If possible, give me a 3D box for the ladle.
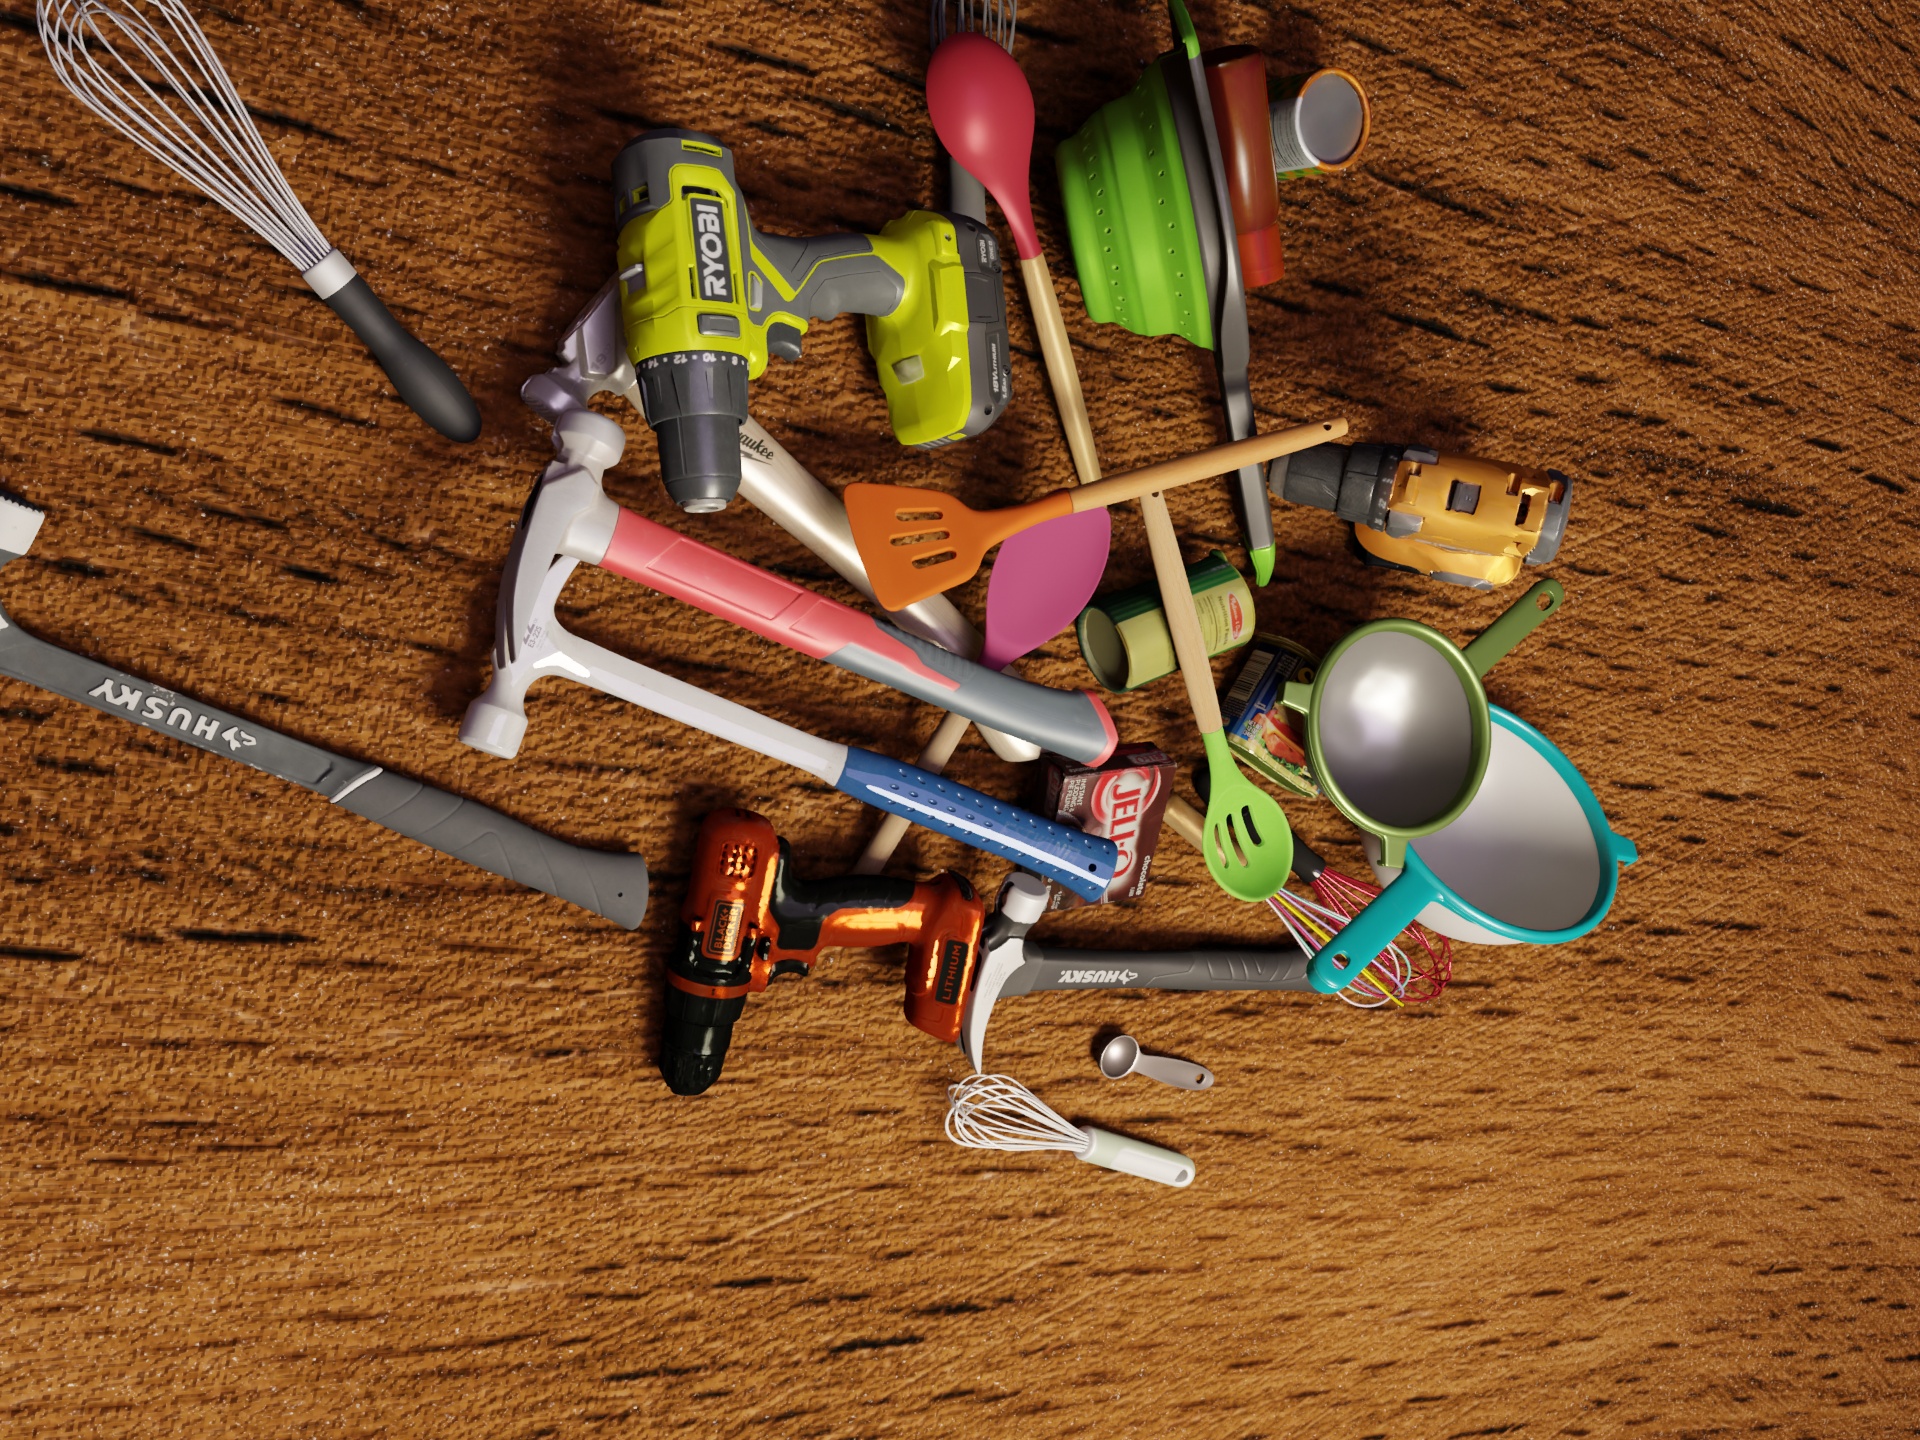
[{"bbox_3d":[0.048,-0.263,0.983,0.069,0.031,0.315,-34,126,-19],"label":"ladle"}]

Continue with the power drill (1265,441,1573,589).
[{"bbox_3d":[0.306,-0.145,1.077,0.185,0.226,0.084,14,95,14],"label":"power drill"}]

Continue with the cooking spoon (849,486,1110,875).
[{"bbox_3d":[-0.002,-0.003,1.007,0.068,0.017,0.319,27,99,-20],"label":"cooking spoon"}]

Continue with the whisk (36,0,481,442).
[{"bbox_3d":[-0.338,-0.250,0.793,0.070,0.070,0.284,-46,122,-13],"label":"whisk"}]

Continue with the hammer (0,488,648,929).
[{"bbox_3d":[-0.348,0.032,0.857,0.408,0.036,0.149,28,88,-30],"label":"hammer"}]

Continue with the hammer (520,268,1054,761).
[{"bbox_3d":[-0.065,-0.116,0.977,0.410,0.038,0.146,42,79,-29],"label":"hammer"}]

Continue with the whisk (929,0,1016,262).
[{"bbox_3d":[0.007,-0.340,0.964,0.055,0.055,0.239,-8,109,-27],"label":"whisk"}]

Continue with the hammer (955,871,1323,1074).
[{"bbox_3d":[0.140,0.182,1.137,0.334,0.035,0.146,7,117,-34],"label":"hammer"}]

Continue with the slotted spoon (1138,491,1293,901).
[{"bbox_3d":[0.161,-0.019,1.050,0.070,0.031,0.313,-27,114,-20],"label":"slotted spoon"}]

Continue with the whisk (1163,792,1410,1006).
[{"bbox_3d":[0.238,0.132,1.157,0.245,0.047,0.051,39,124,-12],"label":"whisk"}]

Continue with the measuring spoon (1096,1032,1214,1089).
[{"bbox_3d":[0.144,0.256,1.183,0.124,0.018,0.034,23,92,-37],"label":"measuring spoon"}]

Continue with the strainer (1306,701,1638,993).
[{"bbox_3d":[0.335,0.117,1.162,0.340,0.095,0.211,-32,74,-37],"label":"strainer"}]

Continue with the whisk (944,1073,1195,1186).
[{"bbox_3d":[0.083,0.301,1.139,0.246,0.059,0.058,26,100,-35],"label":"whisk"}]

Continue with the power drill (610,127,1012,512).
[{"bbox_3d":[-0.082,-0.210,0.881,0.228,0.080,0.190,-5,89,-41],"label":"power drill"}]

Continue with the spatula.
[{"bbox_3d":[0.090,-0.141,0.958,0.322,0.041,0.081,-17,81,-10],"label":"spatula"}]

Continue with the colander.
[{"bbox_3d":[0.133,-0.246,1.022,0.094,0.205,0.396,-12,127,9],"label":"colander"}]

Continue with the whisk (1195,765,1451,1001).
[{"bbox_3d":[0.279,0.124,1.203,0.295,0.073,0.073,40,81,-23],"label":"whisk"}]

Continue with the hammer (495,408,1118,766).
[{"bbox_3d":[-0.071,-0.034,0.915,0.386,0.038,0.143,23,72,-28],"label":"hammer"}]

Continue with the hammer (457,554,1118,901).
[{"bbox_3d":[-0.080,0.018,0.955,0.405,0.035,0.144,23,80,-21],"label":"hammer"}]

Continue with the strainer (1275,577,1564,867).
[{"bbox_3d":[0.326,-0.023,1.122,0.256,0.069,0.151,-37,99,-22],"label":"strainer"}]
